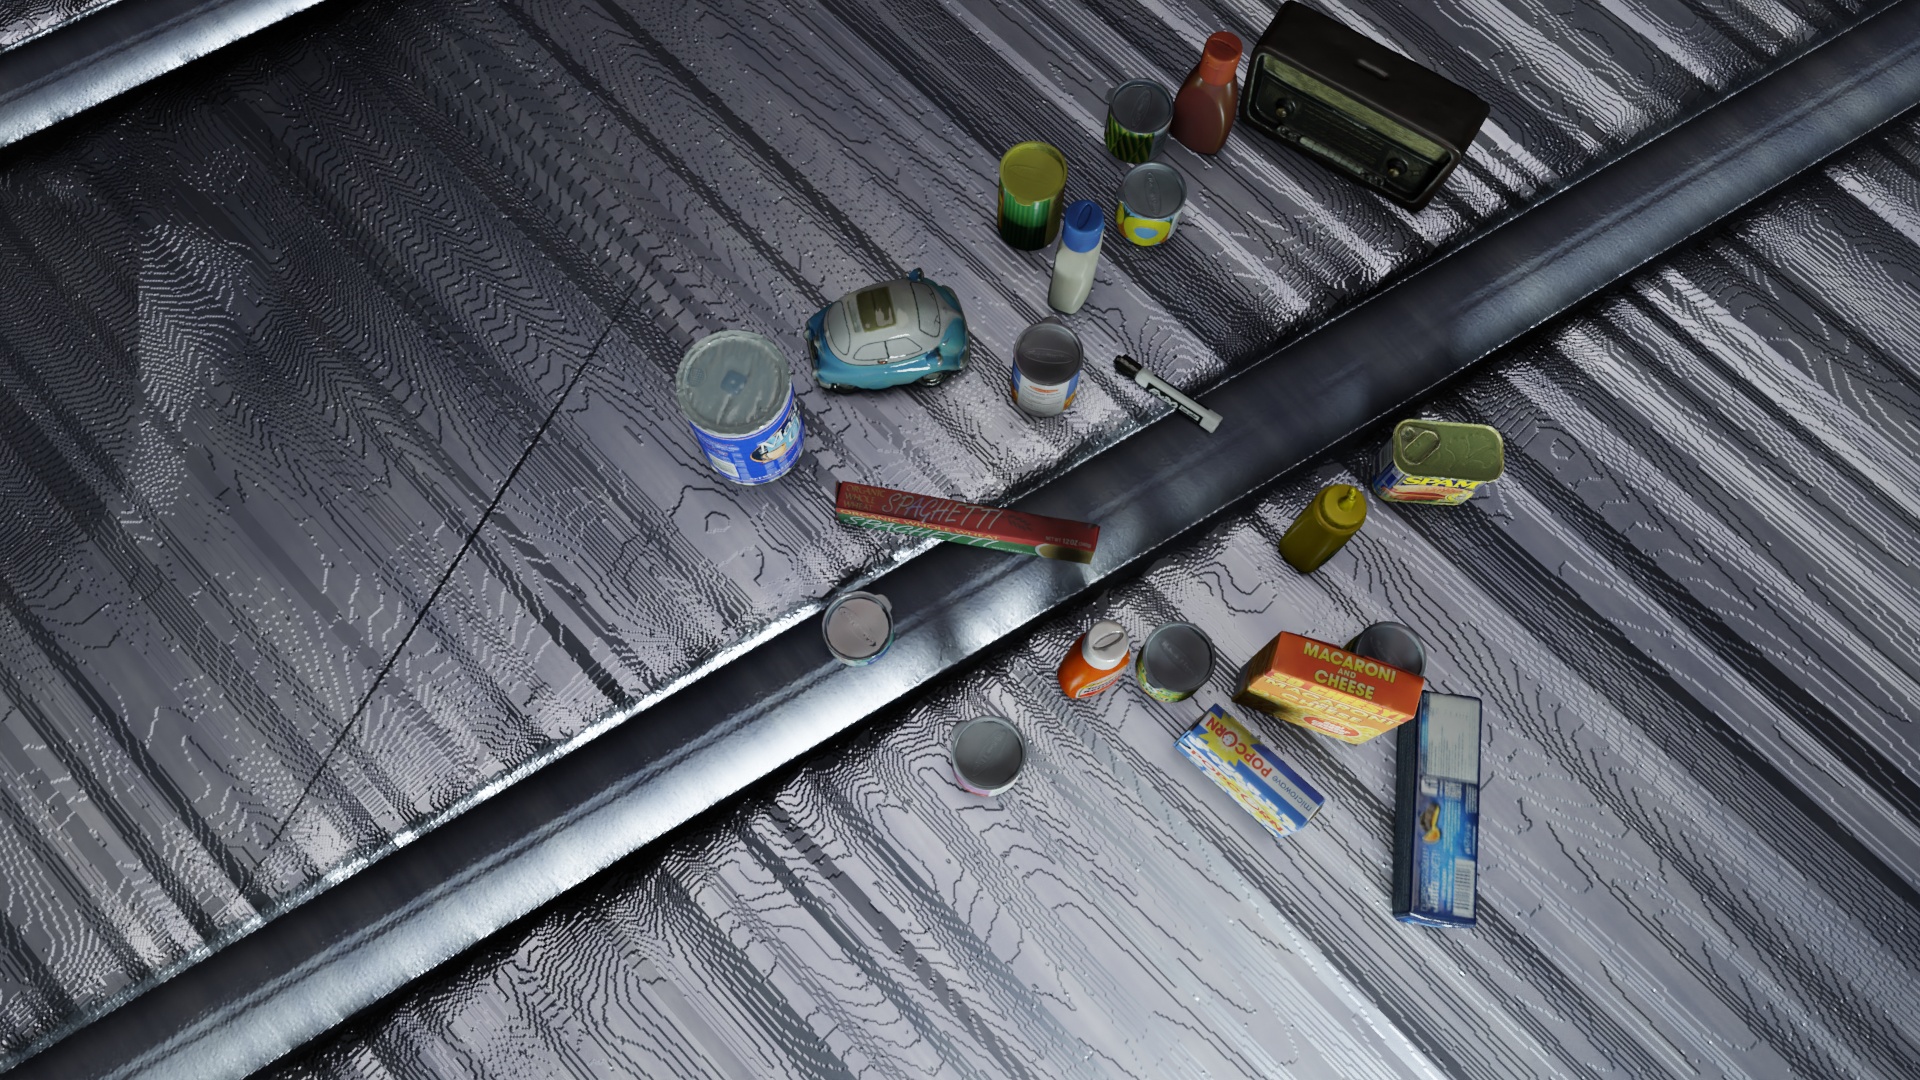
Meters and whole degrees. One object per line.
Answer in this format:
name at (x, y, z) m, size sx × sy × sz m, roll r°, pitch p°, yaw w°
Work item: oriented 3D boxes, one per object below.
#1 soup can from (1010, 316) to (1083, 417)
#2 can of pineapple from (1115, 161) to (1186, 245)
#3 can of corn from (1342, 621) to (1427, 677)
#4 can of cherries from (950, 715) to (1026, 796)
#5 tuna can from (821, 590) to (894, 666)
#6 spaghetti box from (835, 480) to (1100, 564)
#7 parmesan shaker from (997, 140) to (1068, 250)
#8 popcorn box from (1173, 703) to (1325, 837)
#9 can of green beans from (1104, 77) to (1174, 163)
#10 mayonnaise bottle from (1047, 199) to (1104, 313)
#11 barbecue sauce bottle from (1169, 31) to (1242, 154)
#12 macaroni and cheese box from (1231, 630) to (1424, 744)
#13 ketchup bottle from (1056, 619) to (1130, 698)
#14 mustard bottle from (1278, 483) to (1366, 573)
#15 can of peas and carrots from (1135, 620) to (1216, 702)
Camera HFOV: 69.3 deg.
soup can at (0.083, -0.166, 1.338) m, size 0.071 × 0.083 × 0.071 m, roll 0°, pitch 74°, yaw -1°
can of pineapple at (0.190, -0.341, 1.405) m, size 0.071 × 0.057 × 0.071 m, roll 0°, pitch 74°, yaw -1°
can of corn at (0.383, 0.114, 1.271) m, size 0.071 × 0.058 × 0.071 m, roll 0°, pitch 74°, yaw -1°
can of cherries at (0.023, 0.191, 1.243) m, size 0.071 × 0.058 × 0.071 m, roll 0°, pitch 74°, yaw -1°
tuna can at (-0.093, 0.081, 1.288) m, size 0.071 × 0.032 × 0.071 m, roll 0°, pitch 73°, yaw -1°
spaghetti box at (0.005, -0.016, 1.310) m, size 0.250 × 0.050 × 0.029 m, roll 10°, pitch 74°, yaw 2°
parmesan shaker at (0.069, -0.338, 1.380) m, size 0.071 × 0.102 × 0.071 m, roll 0°, pitch 74°, yaw -1°
popcorn box at (0.254, 0.205, 1.228) m, size 0.127 × 0.085 × 0.038 m, roll 42°, pitch 78°, yaw 11°
can of green beans at (0.183, -0.433, 1.433) m, size 0.071 × 0.057 × 0.071 m, roll 0°, pitch 74°, yaw -1°
mayonnaise bottle at (0.112, -0.276, 1.338) m, size 0.041 × 0.147 × 0.065 m, roll 22°, pitch 75°, yaw 6°
barbecue sauce bottle at (0.250, -0.449, 1.392) m, size 0.065 × 0.148 × 0.044 m, roll 34°, pitch 76°, yaw 9°
macaroni and cheese box at (0.315, 0.129, 1.209) m, size 0.124 × 0.166 × 0.040 m, roll 18°, pitch 75°, yaw 5°
ketchup bottle at (0.121, 0.102, 1.224) m, size 0.065 × 0.148 × 0.043 m, roll -26°, pitch 76°, yaw -8°
mustard bottle at (0.334, -0.017, 1.256) m, size 0.065 × 0.159 × 0.049 m, roll -43°, pitch 79°, yaw -12°
can of peas and carrots at (0.194, 0.113, 1.269) m, size 0.071 × 0.058 × 0.071 m, roll 0°, pitch 74°, yaw -1°
